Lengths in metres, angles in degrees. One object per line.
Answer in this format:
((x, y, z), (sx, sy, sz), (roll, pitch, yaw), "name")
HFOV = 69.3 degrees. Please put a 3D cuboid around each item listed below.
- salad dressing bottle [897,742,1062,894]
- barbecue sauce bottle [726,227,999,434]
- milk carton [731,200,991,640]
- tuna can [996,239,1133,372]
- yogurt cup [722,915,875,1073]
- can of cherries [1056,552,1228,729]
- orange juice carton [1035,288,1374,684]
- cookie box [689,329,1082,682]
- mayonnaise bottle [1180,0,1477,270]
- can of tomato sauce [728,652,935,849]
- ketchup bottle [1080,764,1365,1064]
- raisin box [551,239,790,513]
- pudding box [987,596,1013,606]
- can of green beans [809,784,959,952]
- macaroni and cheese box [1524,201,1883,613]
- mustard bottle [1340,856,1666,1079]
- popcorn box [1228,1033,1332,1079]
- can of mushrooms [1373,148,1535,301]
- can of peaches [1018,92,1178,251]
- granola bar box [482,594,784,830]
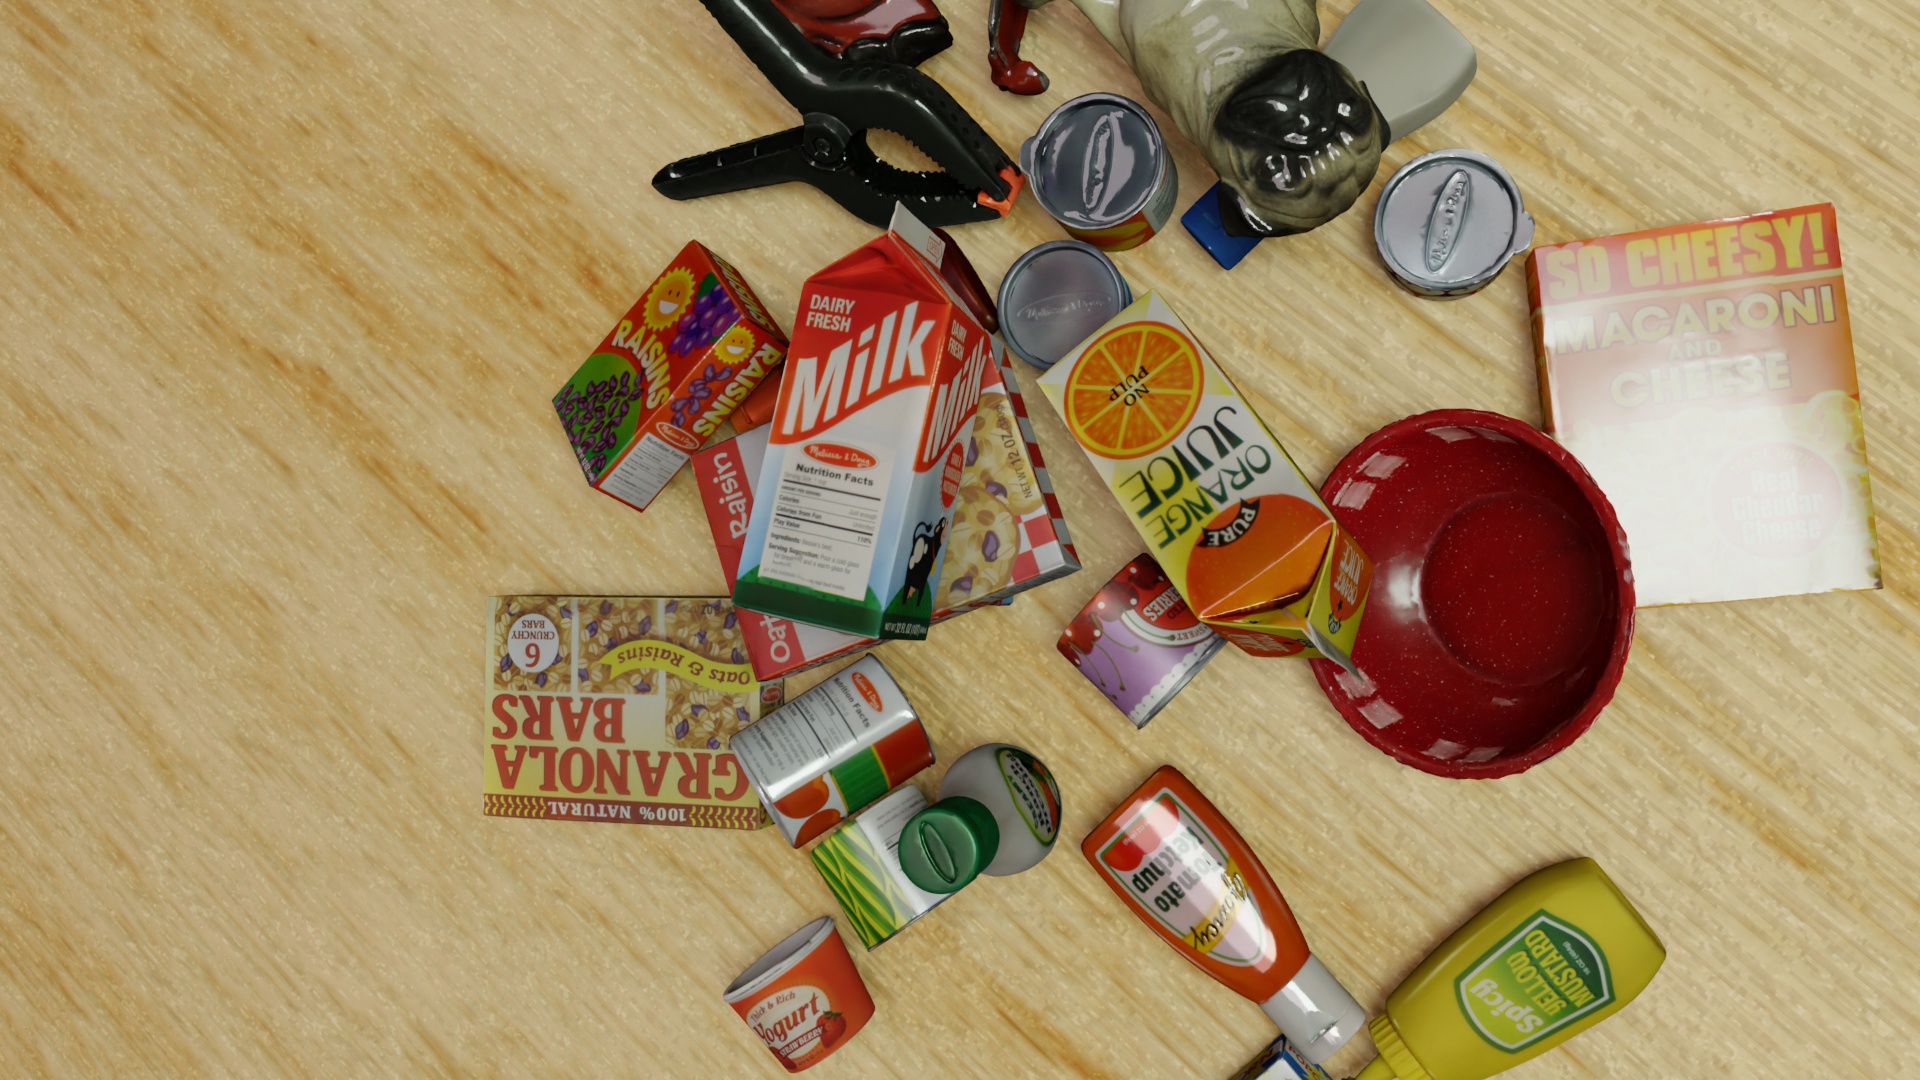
((0.010, 0.132, 0.652), (0.044, 0.148, 0.064), (-29, 82, 14), "salad dressing bottle")
((-0.055, -0.099, 0.731), (0.148, 0.044, 0.065), (-32, 80, 14), "barbecue sauce bottle")
((-0.038, -0.054, 0.636), (0.073, 0.072, 0.190), (12, 88, 16), "milk carton")
((0.054, -0.114, 0.705), (0.071, 0.033, 0.071), (0, 89, 16), "tuna can")
((-0.081, 0.237, 0.721), (0.072, 0.072, 0.054), (-35, 88, 13), "yogurt cup")
((0.090, 0.047, 0.672), (0.058, 0.071, 0.071), (45, 101, 13), "can of cherries")
((0.120, -0.017, 0.632), (0.073, 0.071, 0.193), (-38, 58, 13), "orange juice carton")
((-0.040, -0.015, 0.691), (0.167, 0.040, 0.123), (-21, 79, 14), "cookie box")
((0.172, -0.195, 0.670), (0.148, 0.041, 0.065), (-43, 71, 12), "mayonnaise bottle")
((-0.064, 0.107, 0.702), (0.083, 0.071, 0.071), (-30, 80, -15), "can of tomato sauce")
((0.129, 0.182, 0.671), (0.064, 0.043, 0.149), (-45, 78, 7), "ketchup bottle")
((-0.156, -0.089, 0.744), (0.123, 0.040, 0.086), (-46, 47, 11), "raisin box")
((0.003, -0.009, 0.719), (0.049, 0.030, 0.083), (3, 89, 17), "pudding box")
((-0.035, 0.166, 0.707), (0.071, 0.071, 0.058), (-37, 79, 12), "can of green beans")
((0.327, -0.056, 0.622), (0.123, 0.040, 0.166), (-6, 88, 16), "macaroni and cheese box")
((0.239, 0.212, 0.636), (0.160, 0.049, 0.065), (-41, 77, 11), "mustard bottle")
((0.139, 0.313, 0.668), (0.126, 0.038, 0.085), (-45, 77, 11), "popcorn box")
((0.232, -0.147, 0.655), (0.071, 0.033, 0.071), (-1, 88, 16), "can of mushrooms")
((0.070, -0.181, 0.689), (0.071, 0.058, 0.071), (0, 89, 17), "can of peaches")
((-0.179, 0.092, 0.764), (0.165, 0.039, 0.124), (0, 88, 16), "granola bar box")
